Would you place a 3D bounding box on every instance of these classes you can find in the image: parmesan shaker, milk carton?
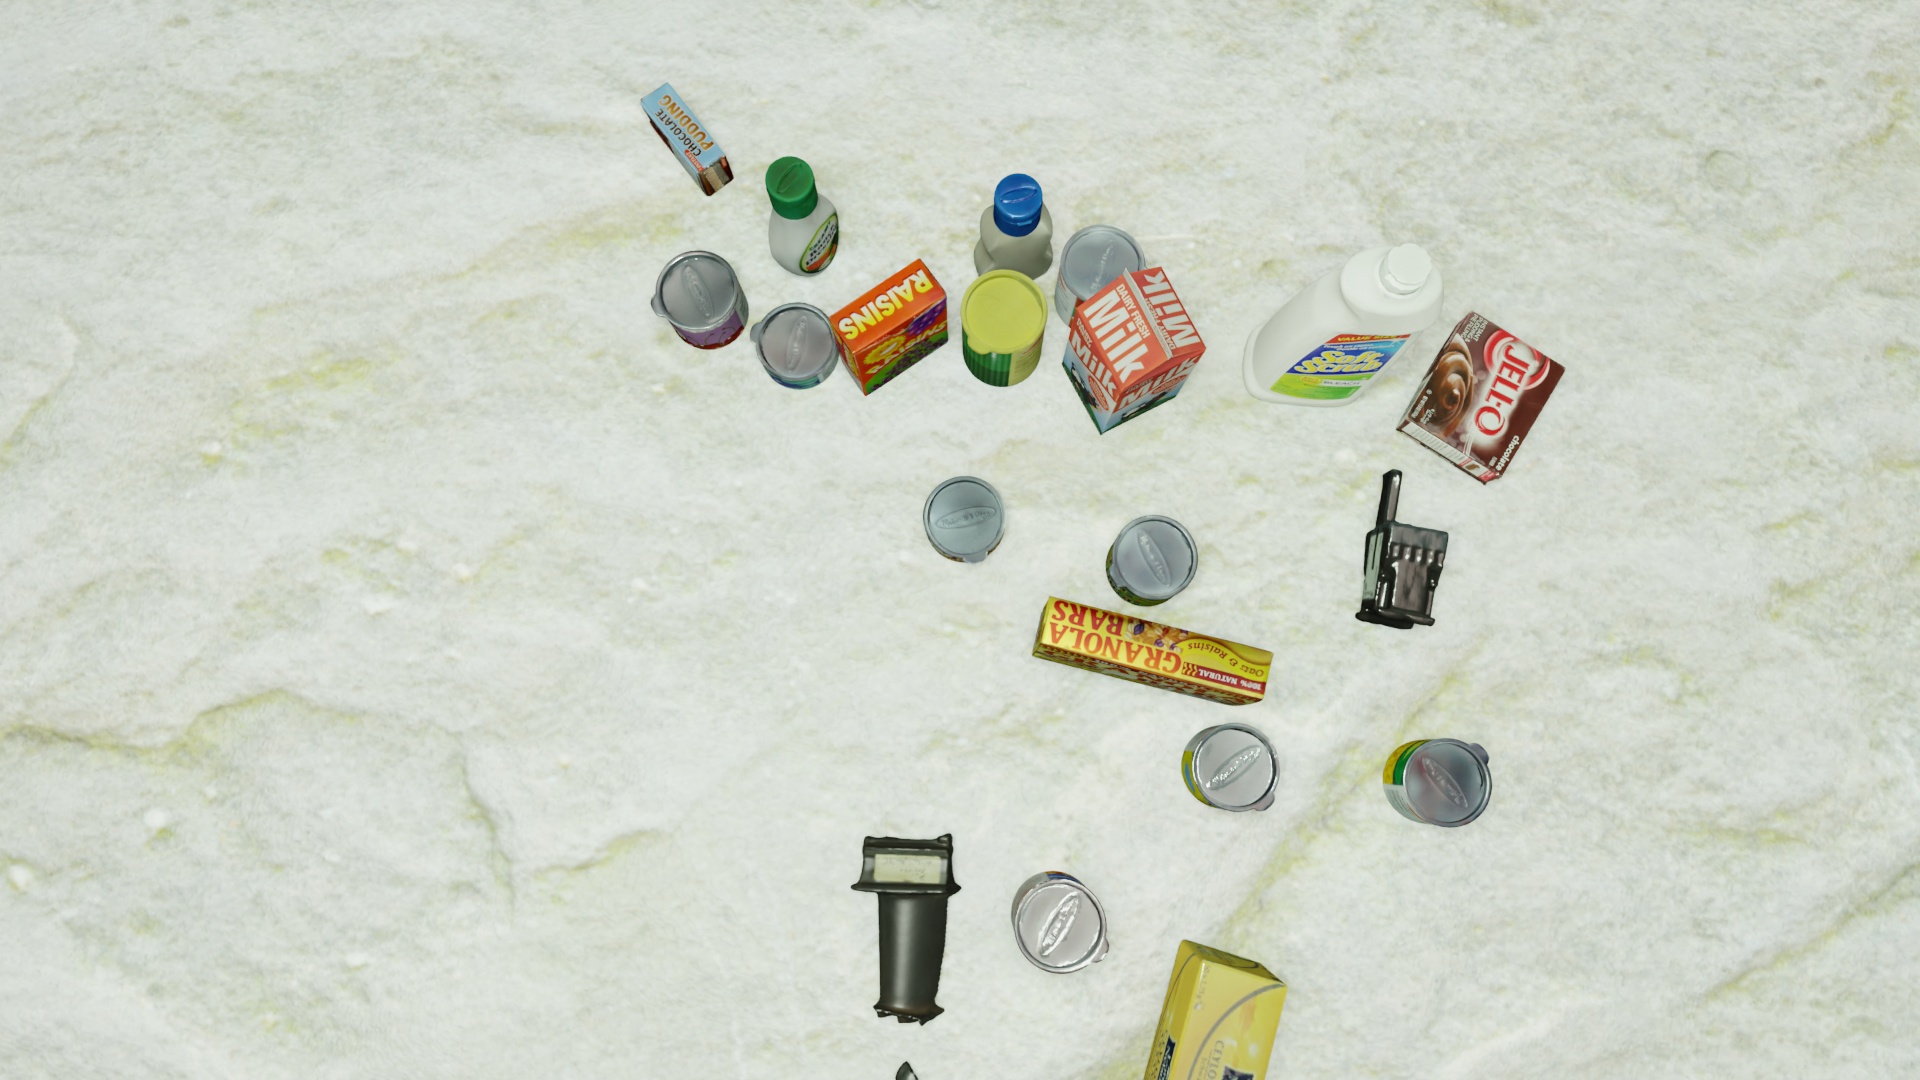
[{"bbox_3d":[0.031,-0.163,1.099,0.071,0.103,0.071,0,81,0],"label":"parmesan shaker"},{"bbox_3d":[0.130,-0.145,1.052,0.073,0.190,0.072,-27,82,-4],"label":"milk carton"}]

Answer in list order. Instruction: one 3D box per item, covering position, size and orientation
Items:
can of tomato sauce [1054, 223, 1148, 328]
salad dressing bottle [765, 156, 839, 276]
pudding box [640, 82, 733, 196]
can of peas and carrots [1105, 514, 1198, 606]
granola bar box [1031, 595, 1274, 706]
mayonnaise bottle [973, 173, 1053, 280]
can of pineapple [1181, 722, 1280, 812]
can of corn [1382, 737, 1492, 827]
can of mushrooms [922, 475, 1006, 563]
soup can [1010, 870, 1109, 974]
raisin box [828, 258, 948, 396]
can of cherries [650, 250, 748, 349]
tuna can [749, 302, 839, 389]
[{"bbox_3d":[0.112,-0.207,1.116,0.071,0.083,0.071,0,81,0],"label":"can of tomato sauce"},{"bbox_3d":[-0.126,-0.254,1.091,0.044,0.147,0.064,35,83,5],"label":"salad dressing bottle"},{"bbox_3d":[-0.227,-0.333,1.154,0.030,0.049,0.084,-38,83,-5],"label":"pudding box"},{"bbox_3d":[0.147,0.018,1.091,0.071,0.058,0.071,0,81,0],"label":"can of peas and carrots"},{"bbox_3d":[0.139,0.086,1.046,0.166,0.124,0.039,14,81,2],"label":"granola bar box"},{"bbox_3d":[0.043,-0.242,1.089,0.065,0.148,0.041,-14,81,-2],"label":"mayonnaise bottle"},{"bbox_3d":[0.206,0.175,1.065,0.071,0.058,0.071,0,81,0],"label":"can of pineapple"},{"bbox_3d":[0.365,0.183,1.063,0.071,0.058,0.071,0,81,0],"label":"can of corn"},{"bbox_3d":[0.004,-0.014,1.109,0.071,0.033,0.071,0,81,0],"label":"can of mushrooms"},{"bbox_3d":[0.074,0.284,1.033,0.071,0.083,0.071,0,81,0],"label":"soup can"},{"bbox_3d":[-0.054,-0.164,1.089,0.086,0.123,0.040,-33,82,-5],"label":"raisin box"},{"bbox_3d":[-0.211,-0.193,1.126,0.071,0.058,0.071,0,81,0],"label":"can of cherries"},{"bbox_3d":[-0.135,-0.158,1.133,0.071,0.033,0.071,0,81,0],"label":"tuna can"}]
